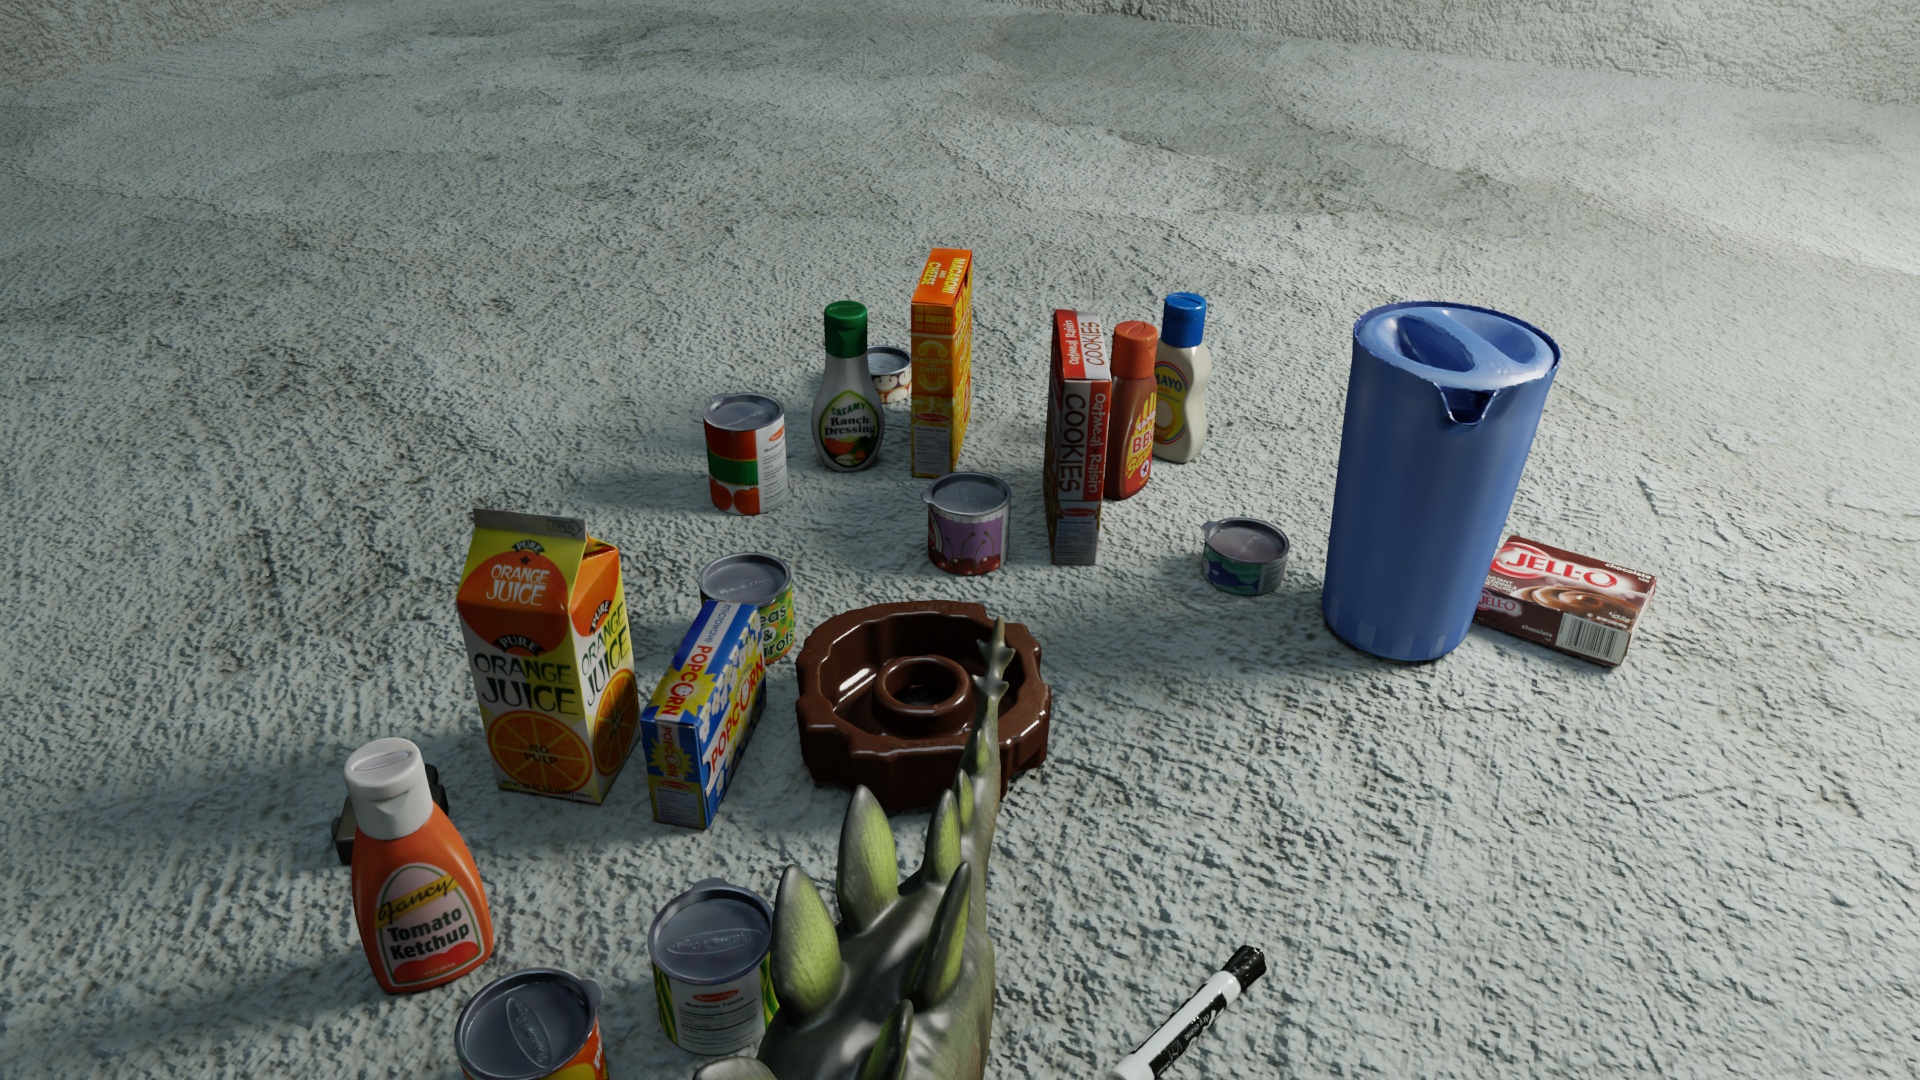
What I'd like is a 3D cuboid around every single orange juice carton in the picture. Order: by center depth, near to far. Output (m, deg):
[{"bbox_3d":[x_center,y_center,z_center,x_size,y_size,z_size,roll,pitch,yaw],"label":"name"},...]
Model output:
[{"bbox_3d":[-0.251,0.064,0.852,0.072,0.191,0.073,7,34,9],"label":"orange juice carton"}]

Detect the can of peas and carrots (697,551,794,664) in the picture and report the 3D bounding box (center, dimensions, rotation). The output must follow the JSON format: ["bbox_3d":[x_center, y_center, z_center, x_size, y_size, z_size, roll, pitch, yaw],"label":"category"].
[{"bbox_3d":[-0.152,0.051,0.996,0.071,0.058,0.071,1,33,-1],"label":"can of peas and carrots"}]

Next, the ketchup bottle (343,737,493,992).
[{"bbox_3d":[-0.289,0.170,0.728,0.065,0.148,0.044,-15,36,-23],"label":"ketchup bottle"}]

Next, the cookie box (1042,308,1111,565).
[{"bbox_3d":[0.090,-0.083,1.111,0.040,0.166,0.123,1,33,-1],"label":"cookie box"}]

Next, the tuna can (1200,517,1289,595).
[{"bbox_3d":[0.221,0.012,1.093,0.071,0.032,0.071,1,33,-1],"label":"tuna can"}]

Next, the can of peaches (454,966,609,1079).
[{"bbox_3d":[-0.207,0.255,0.685,0.071,0.057,0.071,1,33,-1],"label":"can of peaches"}]

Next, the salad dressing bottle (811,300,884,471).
[{"bbox_3d":[-0.098,-0.132,1.196,0.064,0.146,0.044,-4,33,-8],"label":"salad dressing bottle"}]

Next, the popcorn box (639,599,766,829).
[{"bbox_3d":[-0.161,0.108,0.885,0.038,0.084,0.127,6,34,8],"label":"popcorn box"}]

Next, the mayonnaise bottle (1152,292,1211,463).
[{"bbox_3d":[0.190,-0.144,1.224,0.065,0.147,0.041,24,39,30],"label":"mayonnaise bottle"}]

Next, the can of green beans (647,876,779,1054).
[{"bbox_3d":[-0.128,0.226,0.732,0.071,0.057,0.071,1,33,-1],"label":"can of green beans"}]

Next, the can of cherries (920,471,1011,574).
[{"bbox_3d":[0.004,-0.014,1.101,0.071,0.058,0.072,1,33,-1],"label":"can of cherries"}]

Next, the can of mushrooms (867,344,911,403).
[{"bbox_3d":[-0.080,-0.160,1.343,0.071,0.033,0.071,1,33,-1],"label":"can of mushrooms"}]

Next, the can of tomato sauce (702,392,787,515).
[{"bbox_3d":[-0.181,-0.073,1.162,0.071,0.082,0.071,1,33,-1],"label":"can of tomato sauce"}]

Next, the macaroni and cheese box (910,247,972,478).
[{"bbox_3d":[-0.015,-0.156,1.219,0.040,0.165,0.124,5,33,6],"label":"macaroni and cheese box"}]

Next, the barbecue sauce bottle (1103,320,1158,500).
[{"bbox_3d":[0.141,-0.111,1.172,0.044,0.147,0.065,20,37,26],"label":"barbecue sauce bottle"}]
